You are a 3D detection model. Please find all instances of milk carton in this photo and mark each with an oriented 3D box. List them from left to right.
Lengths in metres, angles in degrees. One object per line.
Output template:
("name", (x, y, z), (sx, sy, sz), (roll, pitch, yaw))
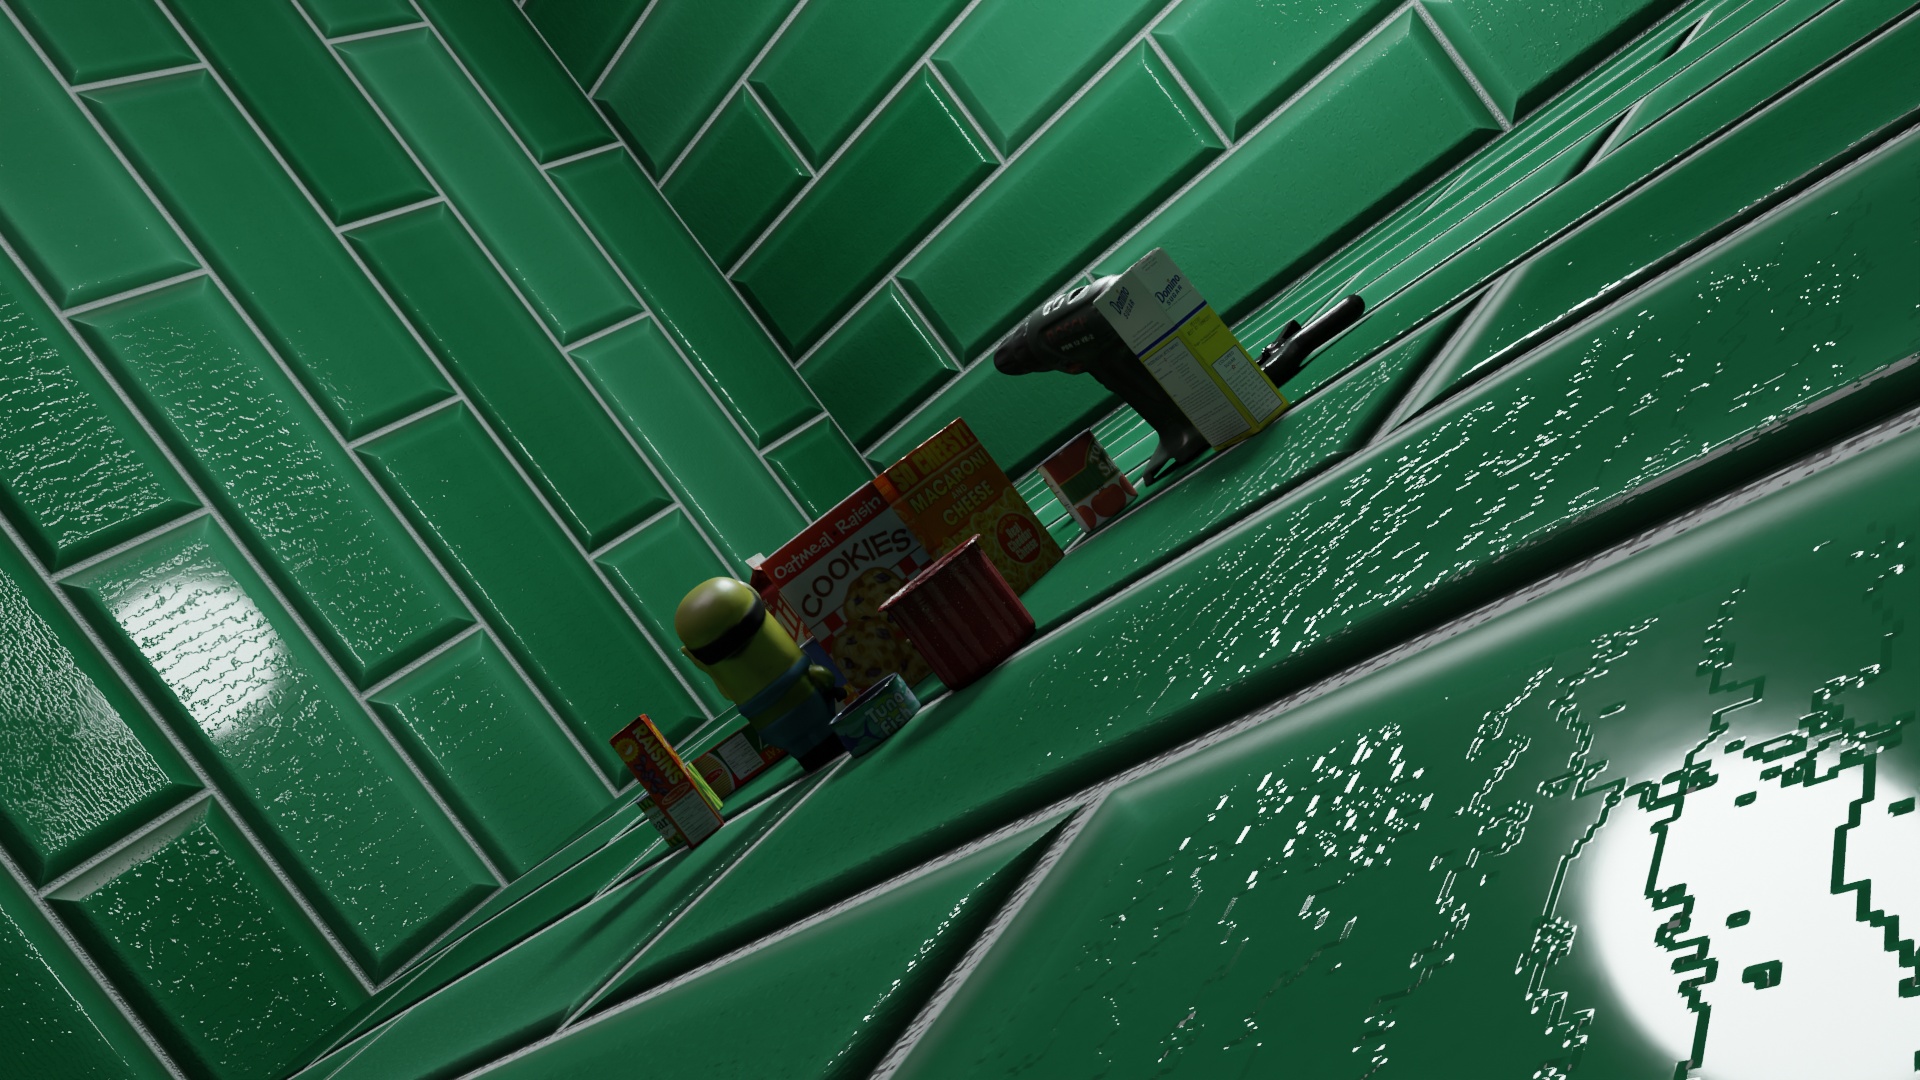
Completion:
("milk carton", (-0.183, 0.094, 1.614), (0.073, 0.190, 0.072), (-37, 2, 8))

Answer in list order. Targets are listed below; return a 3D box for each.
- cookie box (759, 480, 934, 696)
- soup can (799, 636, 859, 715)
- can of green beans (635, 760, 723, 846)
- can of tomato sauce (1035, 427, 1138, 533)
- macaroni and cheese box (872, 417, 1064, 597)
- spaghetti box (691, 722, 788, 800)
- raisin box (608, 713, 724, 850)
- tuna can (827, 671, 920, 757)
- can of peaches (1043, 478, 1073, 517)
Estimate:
("cookie box", (-0.078, 0.050, 1.221), (0.123, 0.167, 0.040), (-37, 2, -7))
("soup can", (-0.112, 0.122, 1.318), (0.071, 0.084, 0.071), (-37, 2, 2))
("can of green beans", (-0.279, 0.262, 1.381), (0.071, 0.058, 0.071), (-37, 2, 2))
("can of tomato sauce", (0.127, -0.060, 1.371), (0.071, 0.083, 0.071), (-37, 2, 2))
("macaroni and cheese box", (0.005, -0.016, 1.299), (0.124, 0.166, 0.040), (-39, 3, -41))
("spaghetti box", (-0.187, 0.195, 1.422), (0.249, 0.050, 0.029), (-36, 2, 24))
("raisin box", (-0.268, 0.218, 1.270), (0.040, 0.123, 0.086), (-38, 2, -11))
("tuna can", (-0.064, 0.132, 1.054), (0.071, 0.033, 0.071), (-37, 2, 2))
("can of peaches", (0.140, -0.068, 1.631), (0.071, 0.058, 0.071), (-37, 2, 2))
